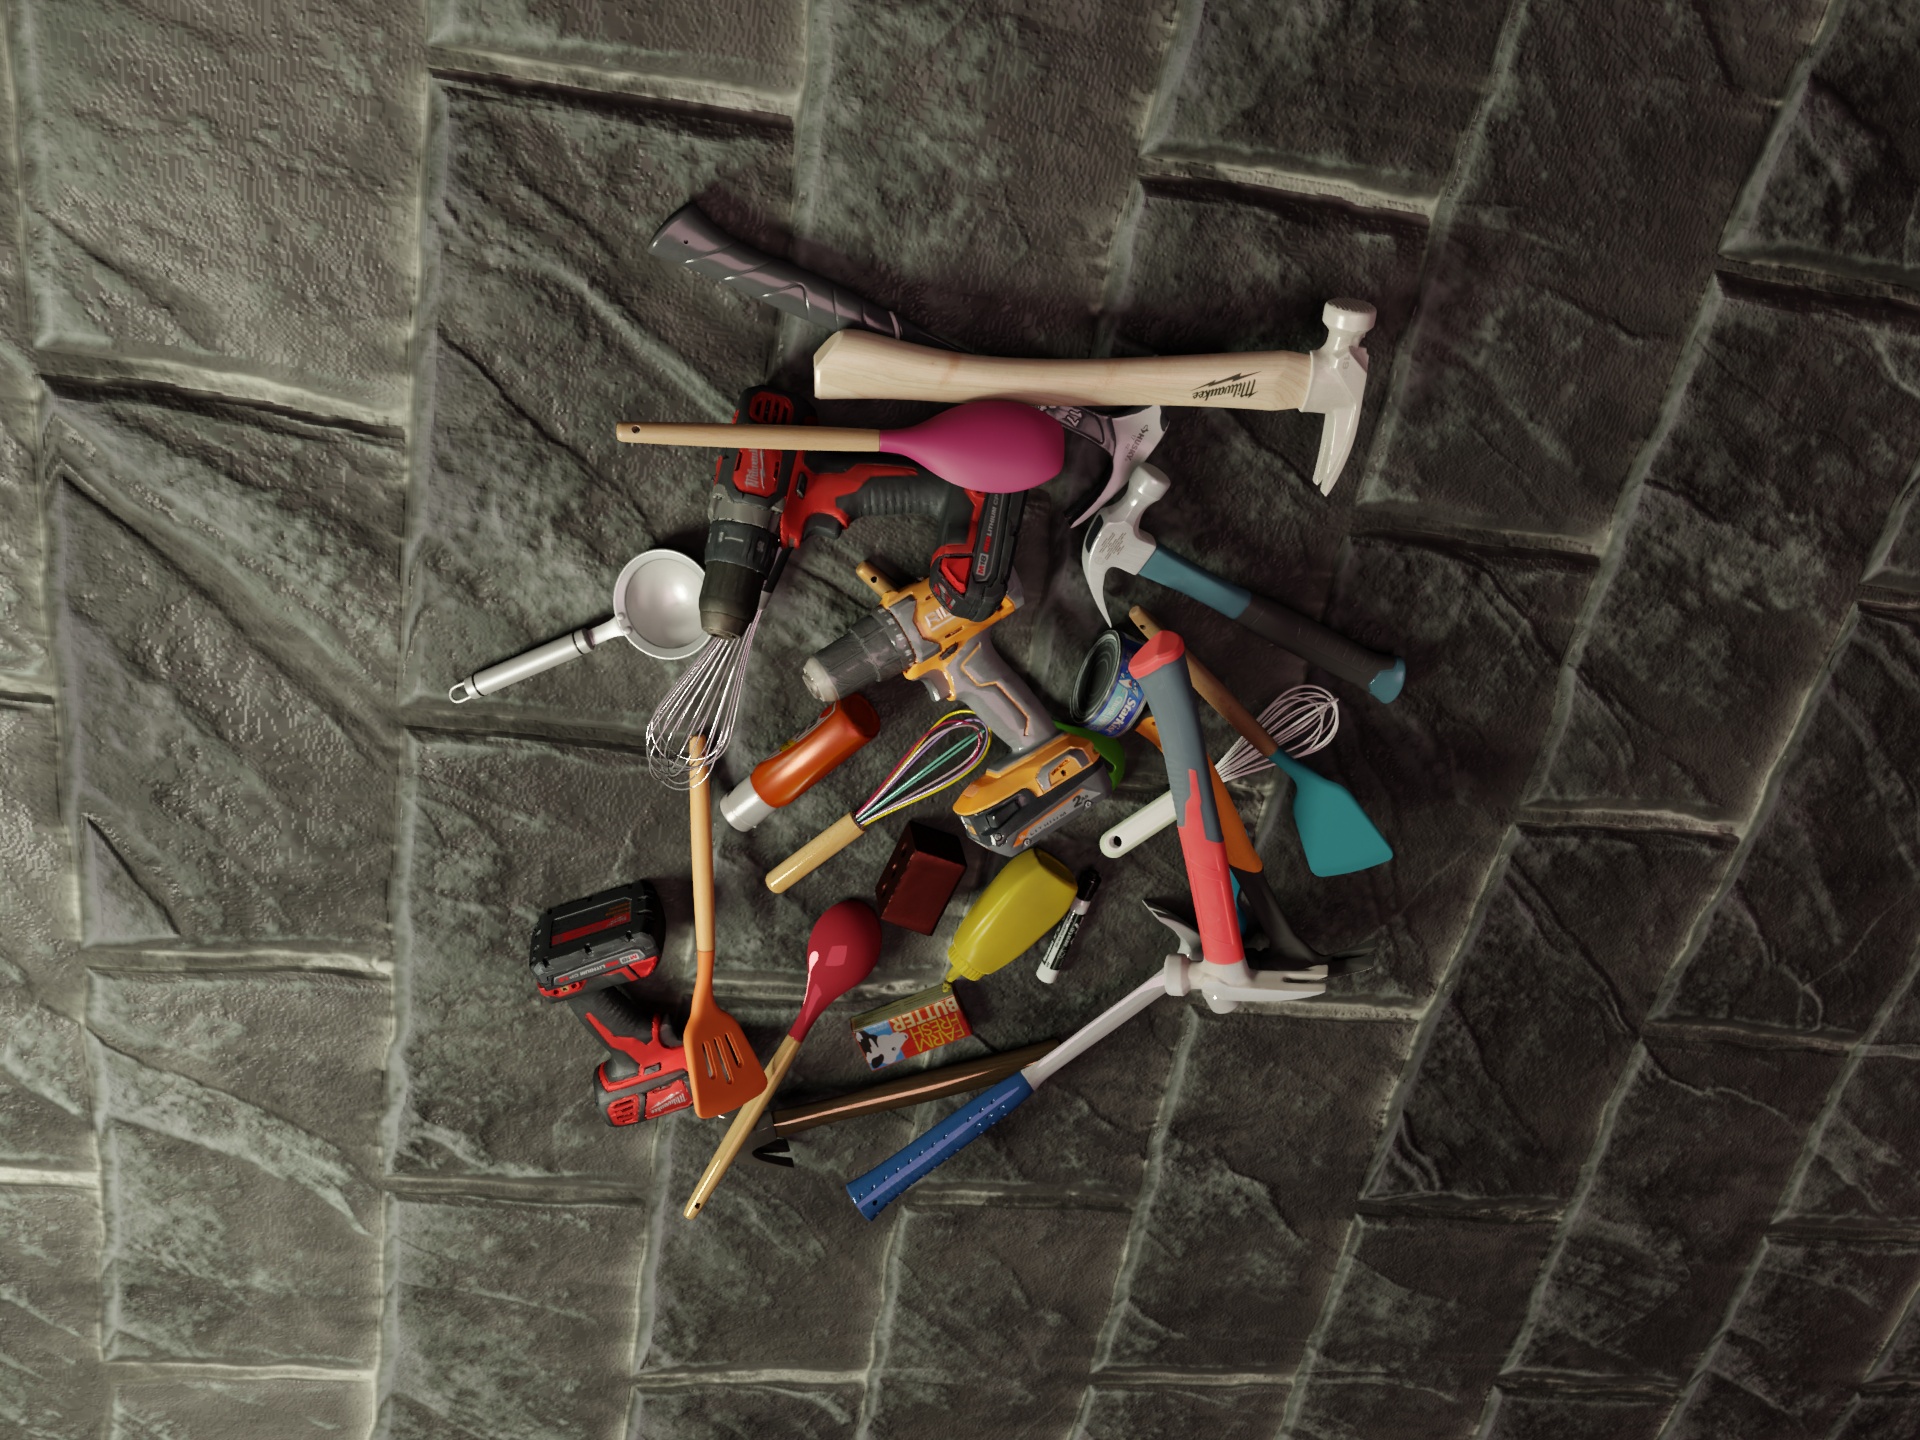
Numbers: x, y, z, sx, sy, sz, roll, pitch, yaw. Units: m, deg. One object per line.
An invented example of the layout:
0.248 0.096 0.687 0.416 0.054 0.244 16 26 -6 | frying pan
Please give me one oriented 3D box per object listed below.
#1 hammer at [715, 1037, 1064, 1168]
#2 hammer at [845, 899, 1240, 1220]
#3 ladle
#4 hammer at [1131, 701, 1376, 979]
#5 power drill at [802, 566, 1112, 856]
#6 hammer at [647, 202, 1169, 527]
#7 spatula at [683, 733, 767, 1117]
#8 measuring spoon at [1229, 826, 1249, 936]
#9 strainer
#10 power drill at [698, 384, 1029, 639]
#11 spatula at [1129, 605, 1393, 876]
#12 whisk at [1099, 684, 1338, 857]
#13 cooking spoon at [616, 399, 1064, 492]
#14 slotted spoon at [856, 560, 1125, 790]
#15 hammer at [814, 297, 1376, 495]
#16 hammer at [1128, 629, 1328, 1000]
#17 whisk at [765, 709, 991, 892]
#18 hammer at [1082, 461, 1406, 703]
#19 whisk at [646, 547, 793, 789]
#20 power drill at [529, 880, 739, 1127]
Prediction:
-0.062 0.353 1.492 0.331 0.031 0.130 -12 140 -9 | hammer
0.068 0.322 1.471 0.405 0.035 0.144 -35 117 -3 | hammer
-0.160 0.301 1.404 0.069 0.031 0.315 31 89 -22 | ladle
0.241 0.105 1.368 0.127 0.034 0.336 -14 124 31 | hammer
-0.002 -0.004 1.259 0.185 0.084 0.226 -31 102 -12 | power drill
-0.034 -0.275 1.180 0.408 0.036 0.149 20 113 -18 | hammer
-0.208 0.171 1.339 0.081 0.041 0.322 -14 107 -48 | spatula
0.251 0.156 1.461 0.042 0.021 0.128 -1 119 -9 | measuring spoon
-0.287 -0.067 1.244 0.258 0.050 0.087 -21 98 9 | strainer
-0.077 -0.133 1.171 0.226 0.080 0.188 13 81 -6 | power drill
0.241 0.016 1.318 0.317 0.044 0.082 42 140 -24 | spatula
0.224 0.048 1.388 0.246 0.059 0.058 -35 79 14 | whisk
-0.083 -0.200 1.134 0.319 0.017 0.069 1 84 -5 | cooking spoon
0.029 -0.029 1.325 0.313 0.031 0.070 41 100 -24 | slotted spoon
0.098 -0.242 1.178 0.410 0.038 0.146 0 121 -7 | hammer
0.214 0.090 1.315 0.143 0.038 0.385 -2 128 19 | hammer
-0.072 0.071 1.357 0.245 0.051 0.047 -37 97 15 | whisk
0.242 -0.091 1.310 0.330 0.033 0.128 23 120 -25 | hammer
-0.173 -0.070 1.249 0.070 0.070 0.284 23 105 -20 | whisk
-0.278 0.256 1.397 0.143 0.079 0.219 -17 122 0 | power drill
